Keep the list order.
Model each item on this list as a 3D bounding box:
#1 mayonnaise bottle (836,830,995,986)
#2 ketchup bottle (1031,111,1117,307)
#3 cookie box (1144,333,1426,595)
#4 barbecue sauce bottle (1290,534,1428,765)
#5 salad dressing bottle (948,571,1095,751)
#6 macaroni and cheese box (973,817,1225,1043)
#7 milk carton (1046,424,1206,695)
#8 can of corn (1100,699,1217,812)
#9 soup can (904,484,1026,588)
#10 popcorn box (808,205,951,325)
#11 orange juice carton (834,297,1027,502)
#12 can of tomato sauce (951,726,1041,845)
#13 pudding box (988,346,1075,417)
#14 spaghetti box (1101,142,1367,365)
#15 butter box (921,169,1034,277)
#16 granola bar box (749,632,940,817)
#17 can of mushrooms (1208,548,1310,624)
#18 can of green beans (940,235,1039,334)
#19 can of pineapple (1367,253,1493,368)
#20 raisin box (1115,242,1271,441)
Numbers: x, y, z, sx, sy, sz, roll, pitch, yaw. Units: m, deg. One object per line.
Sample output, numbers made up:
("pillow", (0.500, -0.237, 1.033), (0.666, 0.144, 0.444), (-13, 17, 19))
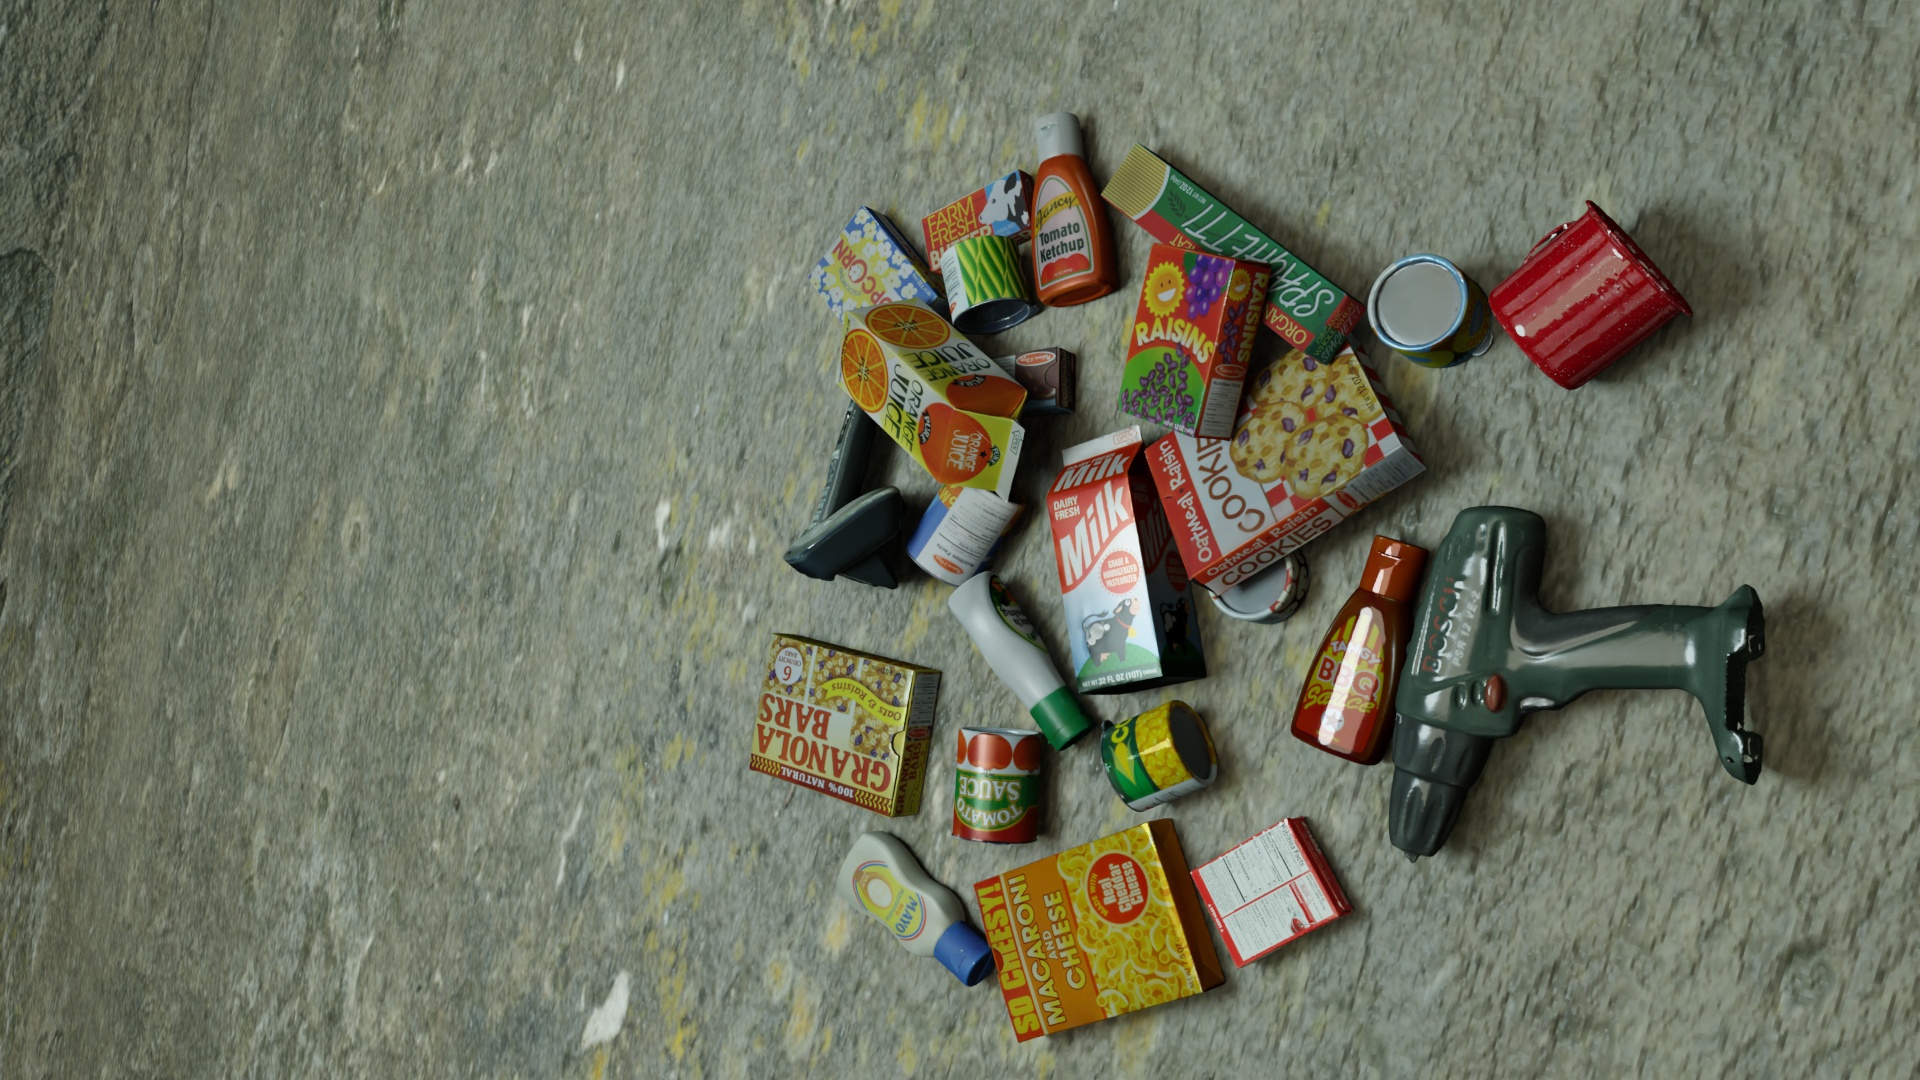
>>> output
("mayonnaise bottle", (-0.034, 0.300, 1.125), (0.148, 0.041, 0.064), (33, 102, 34))
("ketchup bottle", (0.085, -0.263, 1.100), (0.064, 0.043, 0.149), (-13, 77, 34))
("cookie box", (0.217, -0.056, 0.958), (0.167, 0.040, 0.123), (-35, 46, 25))
("barbecue sauce bottle", (0.273, 0.072, 0.931), (0.065, 0.044, 0.148), (21, 97, 37))
("salad dressing bottle", (0.048, 0.094, 1.080), (0.044, 0.064, 0.148), (-40, 72, 15))
("macaroni and cheese box", (0.098, 0.291, 1.033), (0.166, 0.040, 0.124), (-28, 69, 30))
("milk carton", (0.119, 0.014, 1.028), (0.072, 0.073, 0.191), (-17, 75, 33))
("can of corn", (0.142, 0.152, 1.000), (0.058, 0.071, 0.071), (-29, 70, 29))
("soup can", (0.004, -0.014, 1.119), (0.071, 0.071, 0.083), (43, 109, 30))
("popcorn box", (-0.068, -0.217, 1.206), (0.085, 0.038, 0.127), (-48, 61, 21))
("orange juice carton", (-0.014, -0.110, 1.089), (0.193, 0.073, 0.071), (45, 137, 35))
("can of tomato sauce", (0.028, 0.189, 1.075), (0.071, 0.071, 0.083), (0, 85, 35))
("pudding box", (0.050, -0.125, 1.117), (0.083, 0.030, 0.049), (-4, 82, 35))
("spaghetti box", (0.190, -0.211, 1.000), (0.050, 0.029, 0.251), (-55, 47, 18))
("butter box", (0.017, -0.263, 1.159), (0.103, 0.024, 0.053), (-20, 74, 32))
("granola bar box", (-0.102, 0.155, 1.190), (0.165, 0.039, 0.124), (10, 91, 36))
("can of mushrooms", (0.211, 0.023, 0.986), (0.071, 0.033, 0.071), (-6, 80, 35))
("can of green beans", (0.021, -0.207, 1.125), (0.071, 0.071, 0.058), (-21, 73, 32))
("can of pineapple", (0.312, -0.151, 0.918), (0.071, 0.058, 0.071), (-4, 83, 35))
("raisin box", (0.162, -0.139, 0.969), (0.086, 0.040, 0.123), (28, 112, 51))
